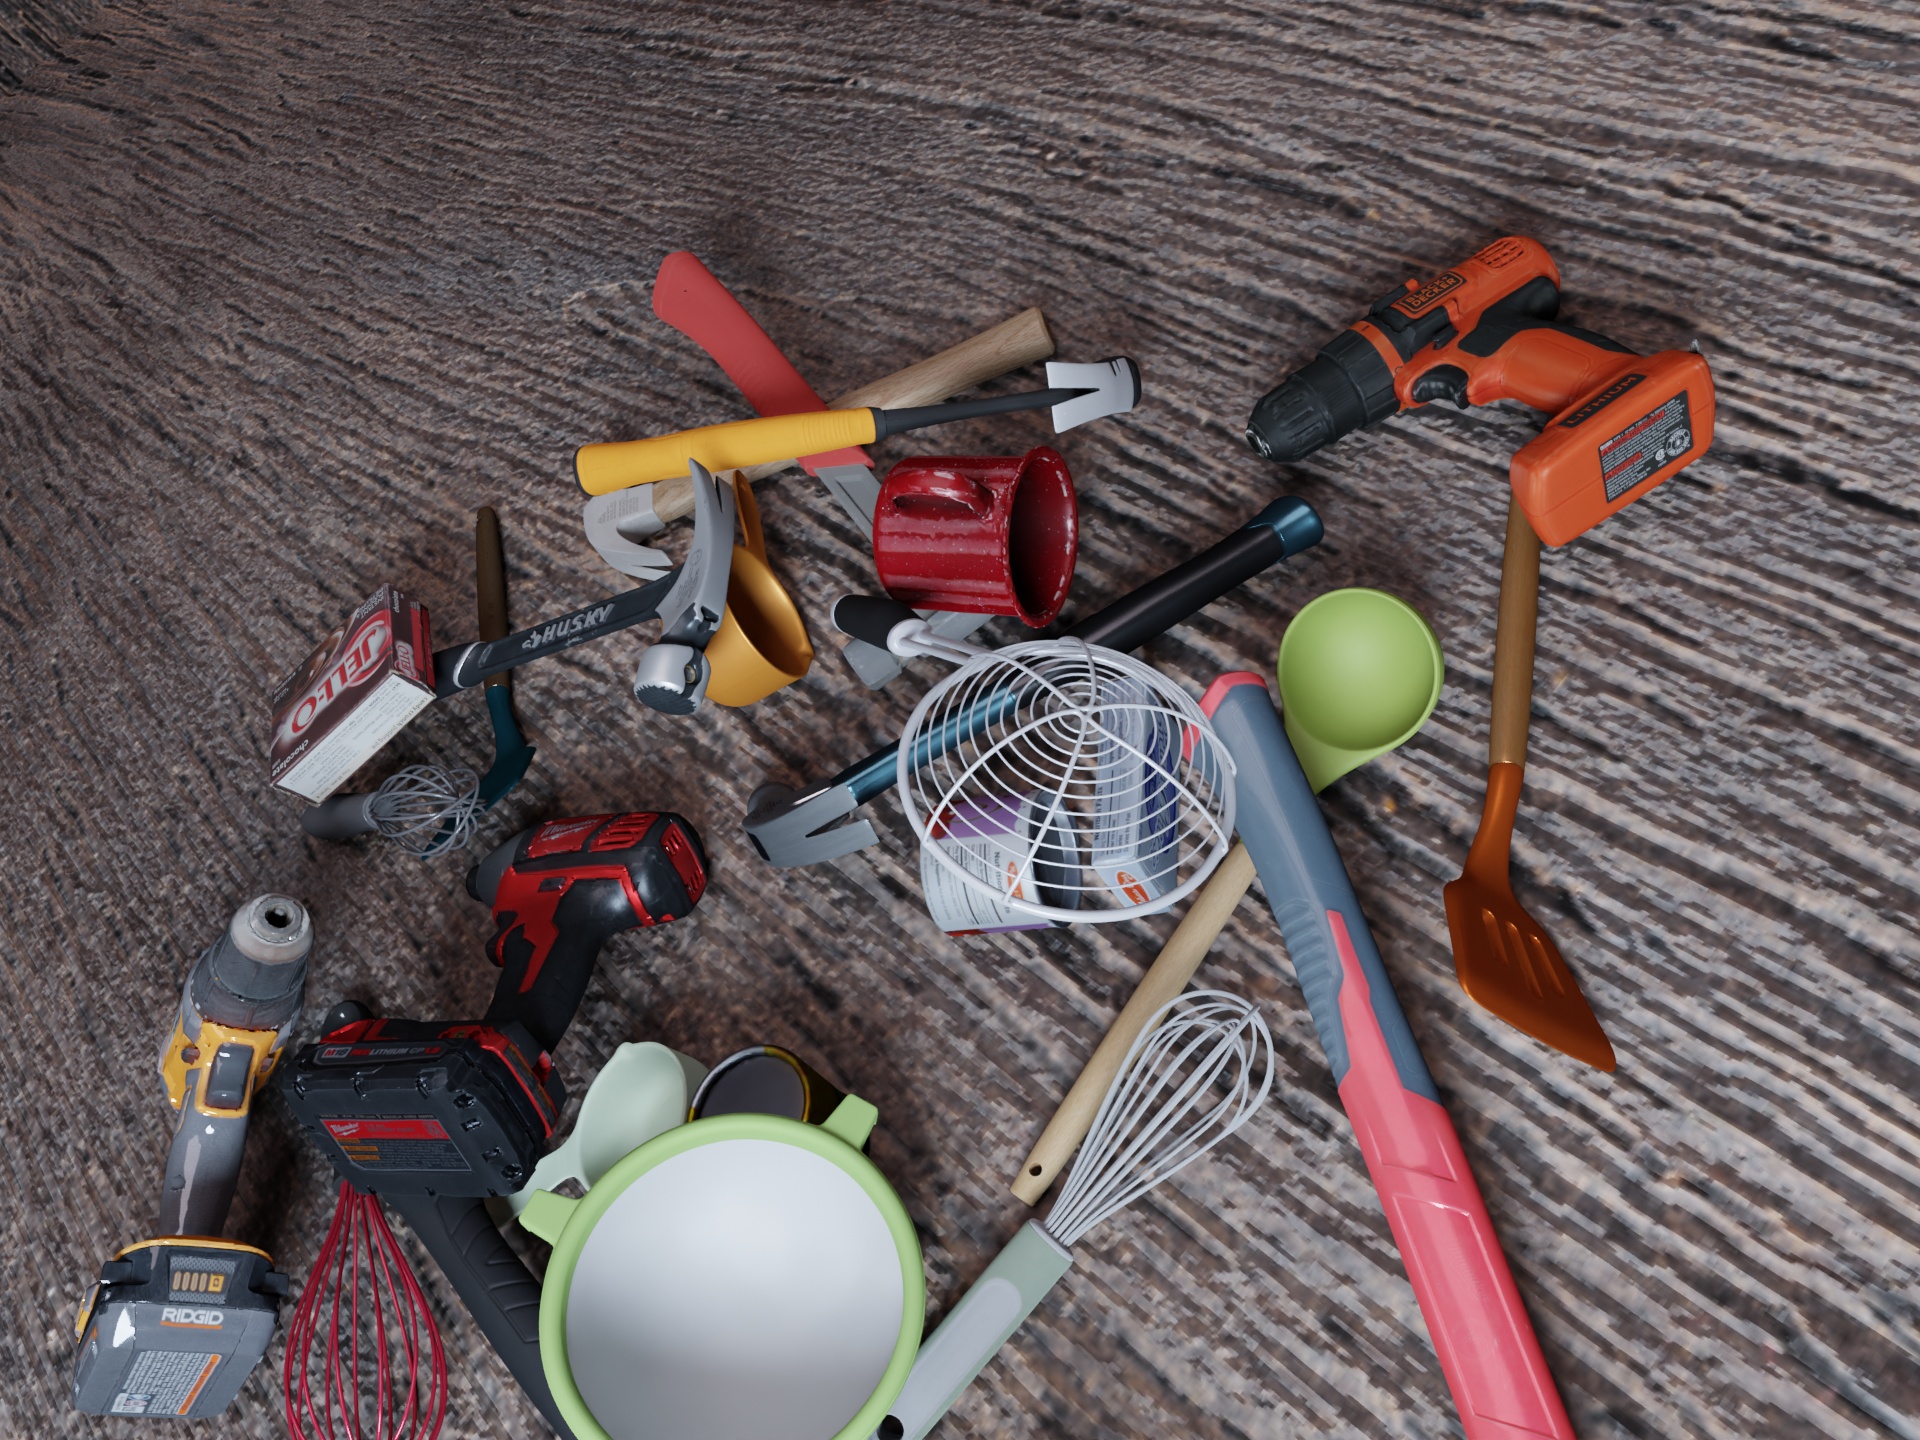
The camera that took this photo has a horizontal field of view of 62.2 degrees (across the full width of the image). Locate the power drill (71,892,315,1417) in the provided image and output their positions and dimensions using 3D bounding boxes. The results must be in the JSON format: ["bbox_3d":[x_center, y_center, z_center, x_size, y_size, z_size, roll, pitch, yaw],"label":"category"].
[{"bbox_3d":[-0.378,0.213,0.809,0.185,0.084,0.226,-49,36,40],"label":"power drill"}]

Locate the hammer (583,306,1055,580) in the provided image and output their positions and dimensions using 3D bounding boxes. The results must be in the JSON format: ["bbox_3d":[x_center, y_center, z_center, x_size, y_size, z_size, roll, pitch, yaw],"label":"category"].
[{"bbox_3d":[-0.095,-0.182,1.023,0.331,0.031,0.130,-22,50,12],"label":"hammer"}]

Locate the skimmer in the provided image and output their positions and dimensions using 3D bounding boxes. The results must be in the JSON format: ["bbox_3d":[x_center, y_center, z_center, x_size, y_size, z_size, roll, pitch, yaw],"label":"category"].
[{"bbox_3d":[-0.001,-0.002,0.714,0.127,0.090,0.363,-12,13,-16],"label":"skimmer"}]

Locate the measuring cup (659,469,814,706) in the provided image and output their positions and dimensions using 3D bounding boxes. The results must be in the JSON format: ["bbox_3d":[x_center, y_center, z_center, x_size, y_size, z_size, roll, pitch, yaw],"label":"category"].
[{"bbox_3d":[-0.139,-0.082,0.938,0.052,0.095,0.174,-30,45,17],"label":"measuring cup"}]

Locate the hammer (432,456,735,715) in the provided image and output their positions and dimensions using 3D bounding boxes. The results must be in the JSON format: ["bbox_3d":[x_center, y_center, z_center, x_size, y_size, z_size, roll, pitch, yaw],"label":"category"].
[{"bbox_3d":[-0.279,-0.042,0.950,0.409,0.036,0.149,-13,56,39],"label":"hammer"}]

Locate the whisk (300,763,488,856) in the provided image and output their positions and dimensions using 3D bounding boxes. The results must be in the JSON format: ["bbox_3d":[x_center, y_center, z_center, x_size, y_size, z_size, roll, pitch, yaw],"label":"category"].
[{"bbox_3d":[-0.342,0.056,0.937,0.239,0.055,0.055,-7,51,49],"label":"whisk"}]

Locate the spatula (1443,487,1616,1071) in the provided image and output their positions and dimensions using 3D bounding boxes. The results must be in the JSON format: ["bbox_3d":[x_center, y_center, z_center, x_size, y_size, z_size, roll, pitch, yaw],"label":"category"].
[{"bbox_3d":[0.249,0.000,0.701,0.041,0.081,0.323,-39,29,52],"label":"spatula"}]

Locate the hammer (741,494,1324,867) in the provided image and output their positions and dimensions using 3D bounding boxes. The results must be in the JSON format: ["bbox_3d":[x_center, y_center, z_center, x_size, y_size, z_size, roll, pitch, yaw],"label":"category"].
[{"bbox_3d":[0.036,-0.021,0.812,0.331,0.033,0.128,-31,11,-3],"label":"hammer"}]

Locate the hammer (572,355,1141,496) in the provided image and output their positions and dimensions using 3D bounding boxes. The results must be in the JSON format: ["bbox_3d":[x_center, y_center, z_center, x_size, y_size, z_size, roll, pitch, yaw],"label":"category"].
[{"bbox_3d":[-0.075,-0.160,0.886,0.337,0.034,0.127,-5,12,23],"label":"hammer"}]

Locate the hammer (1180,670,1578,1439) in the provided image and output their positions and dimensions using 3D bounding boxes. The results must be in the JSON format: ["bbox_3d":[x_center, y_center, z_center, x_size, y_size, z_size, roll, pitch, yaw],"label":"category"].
[{"bbox_3d":[0.179,0.140,0.608,0.143,0.038,0.387,-22,58,11],"label":"hammer"}]

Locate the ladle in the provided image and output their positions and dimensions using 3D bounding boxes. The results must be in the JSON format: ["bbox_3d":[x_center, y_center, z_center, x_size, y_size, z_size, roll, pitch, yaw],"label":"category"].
[{"bbox_3d":[0.114,0.076,0.712,0.078,0.062,0.320,29,76,28],"label":"ladle"}]

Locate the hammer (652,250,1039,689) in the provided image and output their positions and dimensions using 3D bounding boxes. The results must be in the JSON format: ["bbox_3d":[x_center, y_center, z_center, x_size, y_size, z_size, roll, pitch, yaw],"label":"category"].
[{"bbox_3d":[-0.085,-0.183,0.972,0.149,0.036,0.359,-38,60,0],"label":"hammer"}]

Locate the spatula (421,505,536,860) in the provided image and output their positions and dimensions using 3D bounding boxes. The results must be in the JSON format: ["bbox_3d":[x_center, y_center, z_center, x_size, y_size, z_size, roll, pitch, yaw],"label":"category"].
[{"bbox_3d":[-0.307,-0.041,1.024,0.082,0.044,0.318,-36,45,19],"label":"spatula"}]

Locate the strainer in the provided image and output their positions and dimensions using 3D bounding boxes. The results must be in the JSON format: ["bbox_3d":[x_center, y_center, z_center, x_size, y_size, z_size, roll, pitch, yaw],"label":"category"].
[{"bbox_3d":[-0.072,0.283,0.617,0.151,0.069,0.257,-15,56,-11],"label":"strainer"}]

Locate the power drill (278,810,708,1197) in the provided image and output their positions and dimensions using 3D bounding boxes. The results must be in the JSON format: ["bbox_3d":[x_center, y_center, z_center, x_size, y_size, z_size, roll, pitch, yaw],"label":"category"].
[{"bbox_3d":[-0.232,0.130,0.808,0.143,0.078,0.220,-6,33,24],"label":"power drill"}]

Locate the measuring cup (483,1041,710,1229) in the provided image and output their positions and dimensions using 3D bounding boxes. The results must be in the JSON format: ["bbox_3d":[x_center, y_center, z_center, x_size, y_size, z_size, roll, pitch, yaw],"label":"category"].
[{"bbox_3d":[-0.180,0.221,0.782,0.167,0.038,0.083,-36,47,23],"label":"measuring cup"}]

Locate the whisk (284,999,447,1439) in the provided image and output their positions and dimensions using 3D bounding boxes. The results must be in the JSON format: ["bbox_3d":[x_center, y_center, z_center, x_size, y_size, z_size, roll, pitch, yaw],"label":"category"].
[{"bbox_3d":[-0.306,0.252,0.807,0.073,0.073,0.296,-32,42,4],"label":"whisk"}]

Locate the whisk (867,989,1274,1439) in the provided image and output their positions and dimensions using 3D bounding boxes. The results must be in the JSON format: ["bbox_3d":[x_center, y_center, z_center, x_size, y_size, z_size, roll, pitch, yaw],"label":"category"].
[{"bbox_3d":[0.043,0.210,0.660,0.058,0.059,0.246,41,85,13],"label":"whisk"}]

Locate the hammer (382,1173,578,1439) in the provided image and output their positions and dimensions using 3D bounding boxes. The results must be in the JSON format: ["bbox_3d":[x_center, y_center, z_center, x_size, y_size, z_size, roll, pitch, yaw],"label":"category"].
[{"bbox_3d":[-0.166,0.307,0.690,0.146,0.035,0.335,-47,54,-10],"label":"hammer"}]
